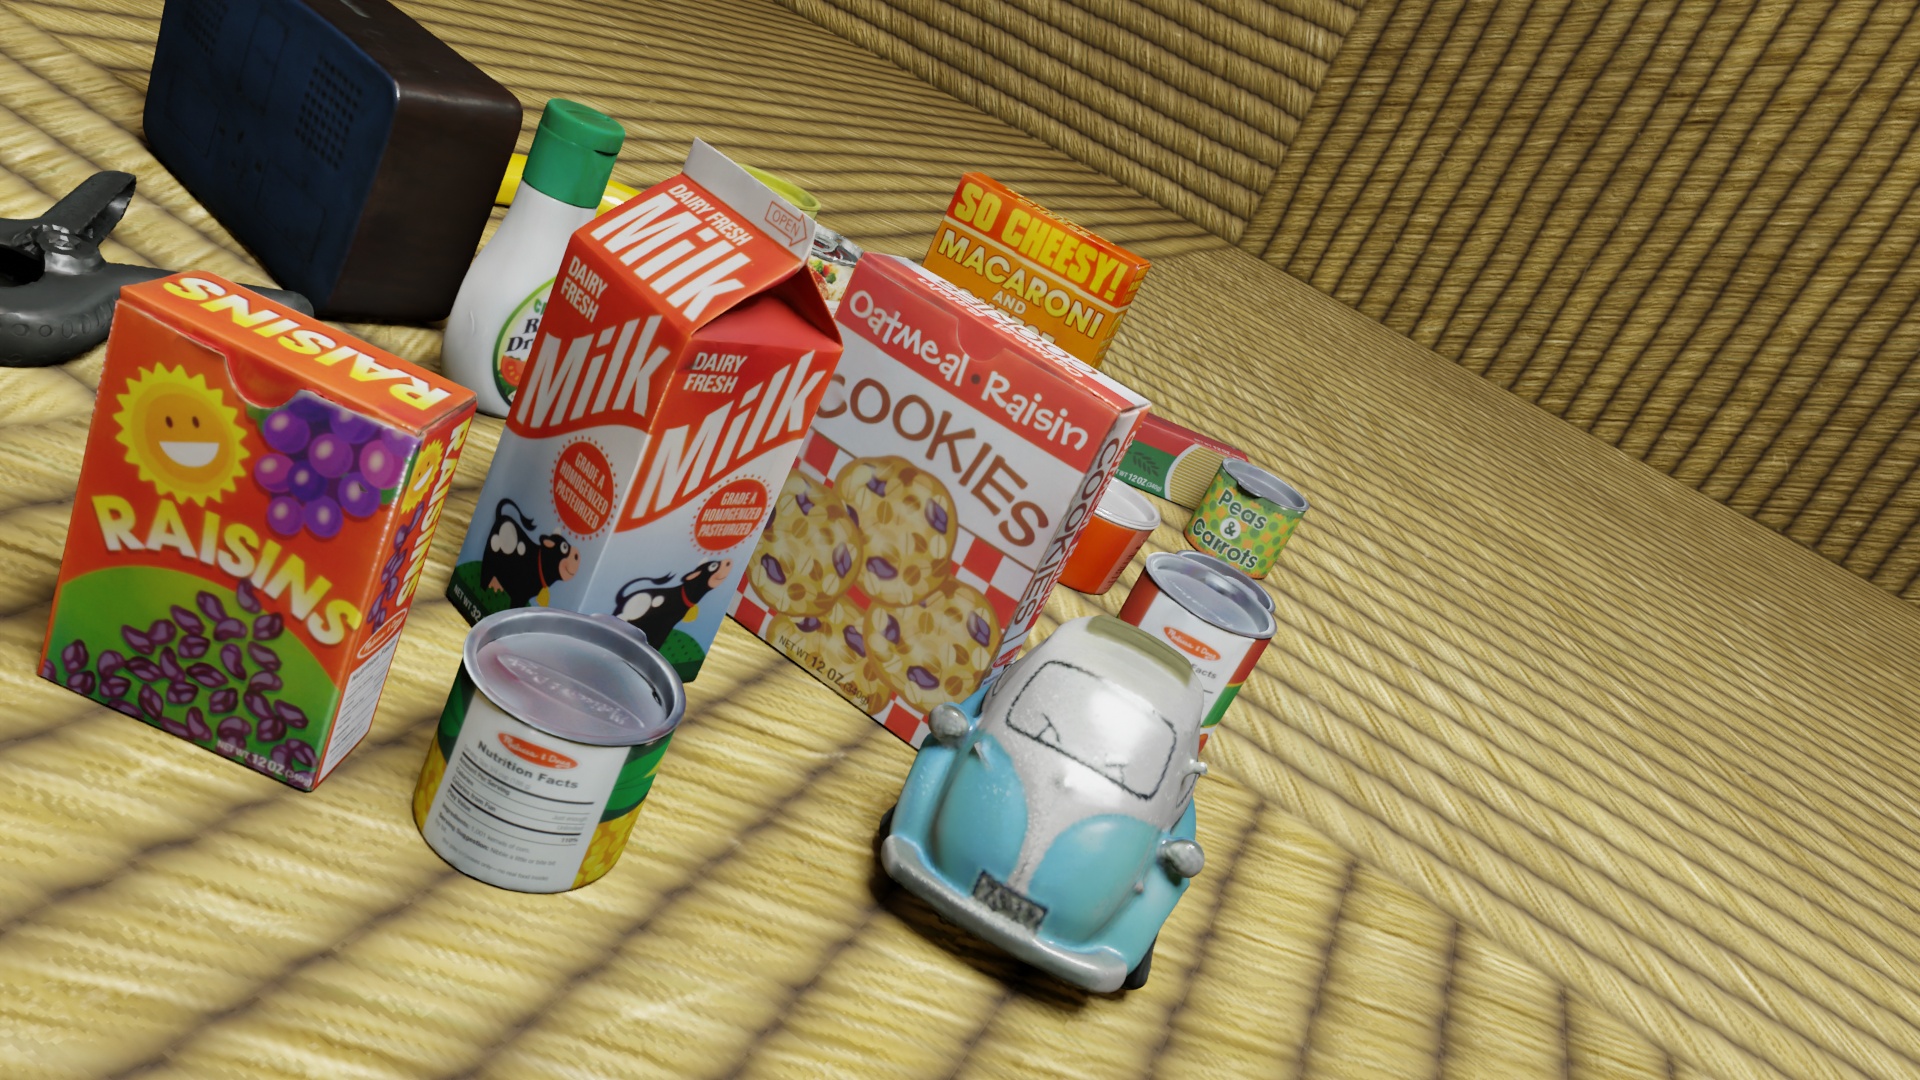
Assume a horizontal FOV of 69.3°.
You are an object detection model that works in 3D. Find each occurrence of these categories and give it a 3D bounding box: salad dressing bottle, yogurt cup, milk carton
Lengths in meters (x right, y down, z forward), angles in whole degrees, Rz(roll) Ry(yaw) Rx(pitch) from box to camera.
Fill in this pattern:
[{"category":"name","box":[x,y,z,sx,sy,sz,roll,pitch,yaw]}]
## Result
[{"category":"salad dressing bottle","box":[-0.198,-0.130,0.649,0.044,0.147,0.064,33,22,17]},{"category":"yogurt cup","box":[0.073,-0.006,0.798,0.072,0.053,0.073,23,22,-9]},{"category":"milk carton","box":[-0.107,-0.041,0.491,0.072,0.189,0.073,39,25,30]}]

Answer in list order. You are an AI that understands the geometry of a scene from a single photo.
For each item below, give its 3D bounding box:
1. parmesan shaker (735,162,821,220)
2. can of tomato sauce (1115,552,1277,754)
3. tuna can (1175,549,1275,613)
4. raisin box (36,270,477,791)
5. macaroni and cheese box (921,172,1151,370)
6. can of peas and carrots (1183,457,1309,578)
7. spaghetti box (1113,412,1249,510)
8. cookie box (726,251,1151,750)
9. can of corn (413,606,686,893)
[{"category":"parmesan shaker","box":[-0.141,-0.180,0.885,0.071,0.102,0.071,23,22,-10]},{"category":"can of tomato sauce","box":[0.097,0.058,0.643,0.071,0.082,0.071,23,22,-9]},{"category":"tuna can","box":[0.147,0.037,0.812,0.071,0.032,0.071,23,22,-9]},{"category":"raisin box","box":[-0.199,-0.002,0.391,0.086,0.123,0.040,25,21,-3]},{"category":"macaroni and cheese box","box":[0.024,-0.125,0.861,0.124,0.165,0.040,30,22,10]},{"category":"can of peas and carrots","box":[0.193,-0.014,0.945,0.071,0.058,0.071,23,22,-9]},{"category":"spaghetti box","box":[0.087,-0.082,0.990,0.250,0.050,0.029,20,22,-15]},{"category":"cookie box","box":[-0.017,-0.013,0.561,0.123,0.166,0.040,33,22,17]},{"category":"can of corn","box":[-0.124,0.062,0.421,0.071,0.058,0.071,23,22,-9]}]
